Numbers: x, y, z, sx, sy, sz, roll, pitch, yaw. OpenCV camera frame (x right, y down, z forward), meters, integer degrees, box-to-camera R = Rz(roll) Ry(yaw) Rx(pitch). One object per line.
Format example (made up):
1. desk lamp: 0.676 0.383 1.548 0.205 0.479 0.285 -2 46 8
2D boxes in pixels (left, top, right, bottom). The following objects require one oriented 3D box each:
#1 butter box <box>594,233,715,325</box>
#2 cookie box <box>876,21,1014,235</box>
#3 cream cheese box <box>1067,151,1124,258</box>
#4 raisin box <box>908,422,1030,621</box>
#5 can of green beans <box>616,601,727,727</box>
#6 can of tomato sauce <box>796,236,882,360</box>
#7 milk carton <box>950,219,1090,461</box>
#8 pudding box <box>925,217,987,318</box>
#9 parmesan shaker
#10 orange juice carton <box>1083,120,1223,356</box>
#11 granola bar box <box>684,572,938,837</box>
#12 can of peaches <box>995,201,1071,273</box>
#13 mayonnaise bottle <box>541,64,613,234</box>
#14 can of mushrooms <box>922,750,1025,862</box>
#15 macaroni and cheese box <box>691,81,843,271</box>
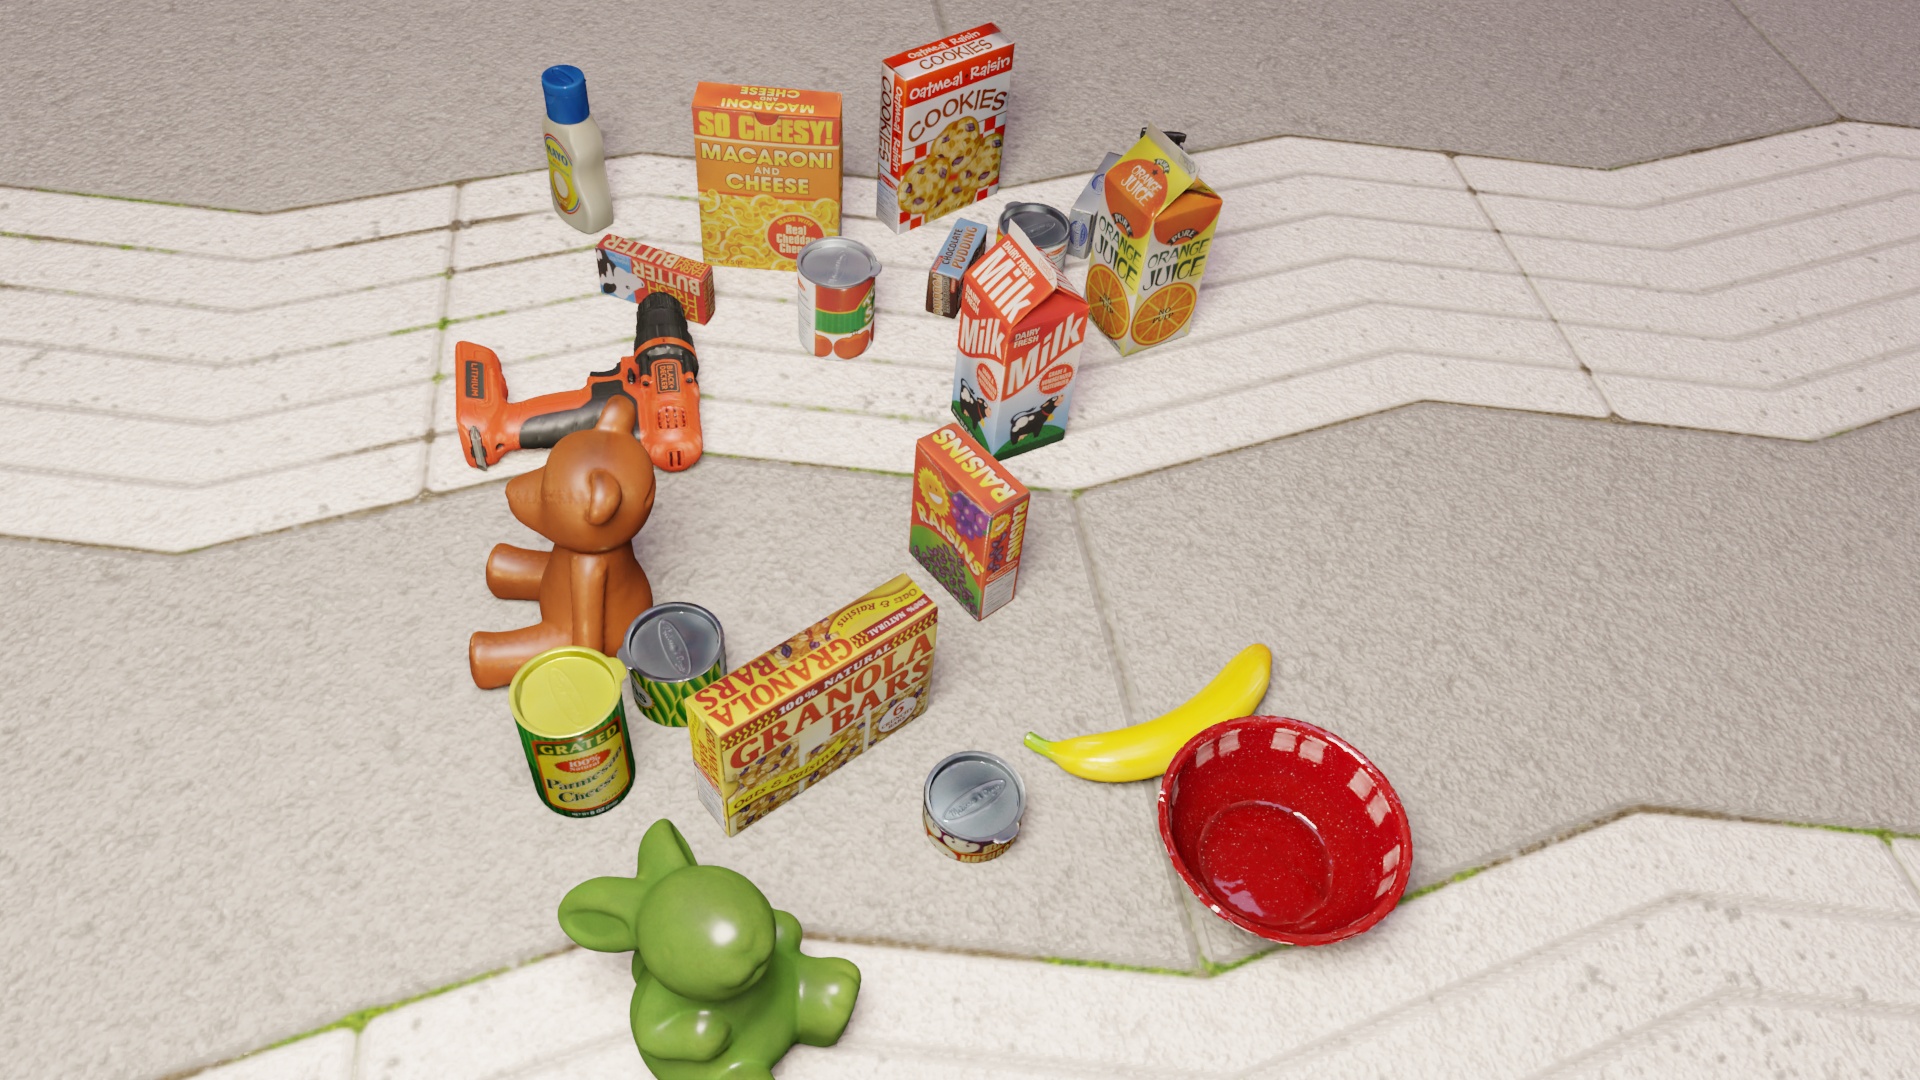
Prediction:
1. butter box: -0.263 -0.226 1.201 0.103 0.052 0.024 19 51 10
2. cookie box: -0.017 -0.378 1.280 0.123 0.166 0.040 -29 58 -26
3. cream cheese box: 0.129 -0.318 1.318 0.024 0.053 0.104 21 51 12
4. raisin box: 0.004 -0.013 1.002 0.040 0.122 0.086 -29 59 -26
5. can of green beans: -0.192 0.085 0.944 0.071 0.057 0.071 3 50 -3
6. can of tomato sauce: -0.103 -0.204 1.180 0.071 0.082 0.071 3 50 -3
7. milk carton: 0.046 -0.155 1.083 0.074 0.189 0.072 -20 55 -21
8. pudding box: -0.003 -0.245 1.246 0.030 0.049 0.084 17 51 9
9. parmesan shaker: -0.240 0.122 0.878 0.071 0.102 0.072 3 50 -3
10. orange juice carton: 0.163 -0.256 1.178 0.073 0.191 0.072 -21 55 -21
11. granola bar box: -0.092 0.106 0.892 0.166 0.123 0.039 -30 59 -27
12. can of peaches: 0.063 -0.266 1.265 0.071 0.057 0.071 3 50 -3
13. mayonnaise bottle: -0.344 -0.348 1.234 0.065 0.147 0.041 38 57 24
14. can of mushrooms: 0.010 0.175 0.903 0.071 0.033 0.071 3 50 -3
15. macaroni and cheese box: -0.165 -0.311 1.209 0.124 0.165 0.040 3 50 -3
